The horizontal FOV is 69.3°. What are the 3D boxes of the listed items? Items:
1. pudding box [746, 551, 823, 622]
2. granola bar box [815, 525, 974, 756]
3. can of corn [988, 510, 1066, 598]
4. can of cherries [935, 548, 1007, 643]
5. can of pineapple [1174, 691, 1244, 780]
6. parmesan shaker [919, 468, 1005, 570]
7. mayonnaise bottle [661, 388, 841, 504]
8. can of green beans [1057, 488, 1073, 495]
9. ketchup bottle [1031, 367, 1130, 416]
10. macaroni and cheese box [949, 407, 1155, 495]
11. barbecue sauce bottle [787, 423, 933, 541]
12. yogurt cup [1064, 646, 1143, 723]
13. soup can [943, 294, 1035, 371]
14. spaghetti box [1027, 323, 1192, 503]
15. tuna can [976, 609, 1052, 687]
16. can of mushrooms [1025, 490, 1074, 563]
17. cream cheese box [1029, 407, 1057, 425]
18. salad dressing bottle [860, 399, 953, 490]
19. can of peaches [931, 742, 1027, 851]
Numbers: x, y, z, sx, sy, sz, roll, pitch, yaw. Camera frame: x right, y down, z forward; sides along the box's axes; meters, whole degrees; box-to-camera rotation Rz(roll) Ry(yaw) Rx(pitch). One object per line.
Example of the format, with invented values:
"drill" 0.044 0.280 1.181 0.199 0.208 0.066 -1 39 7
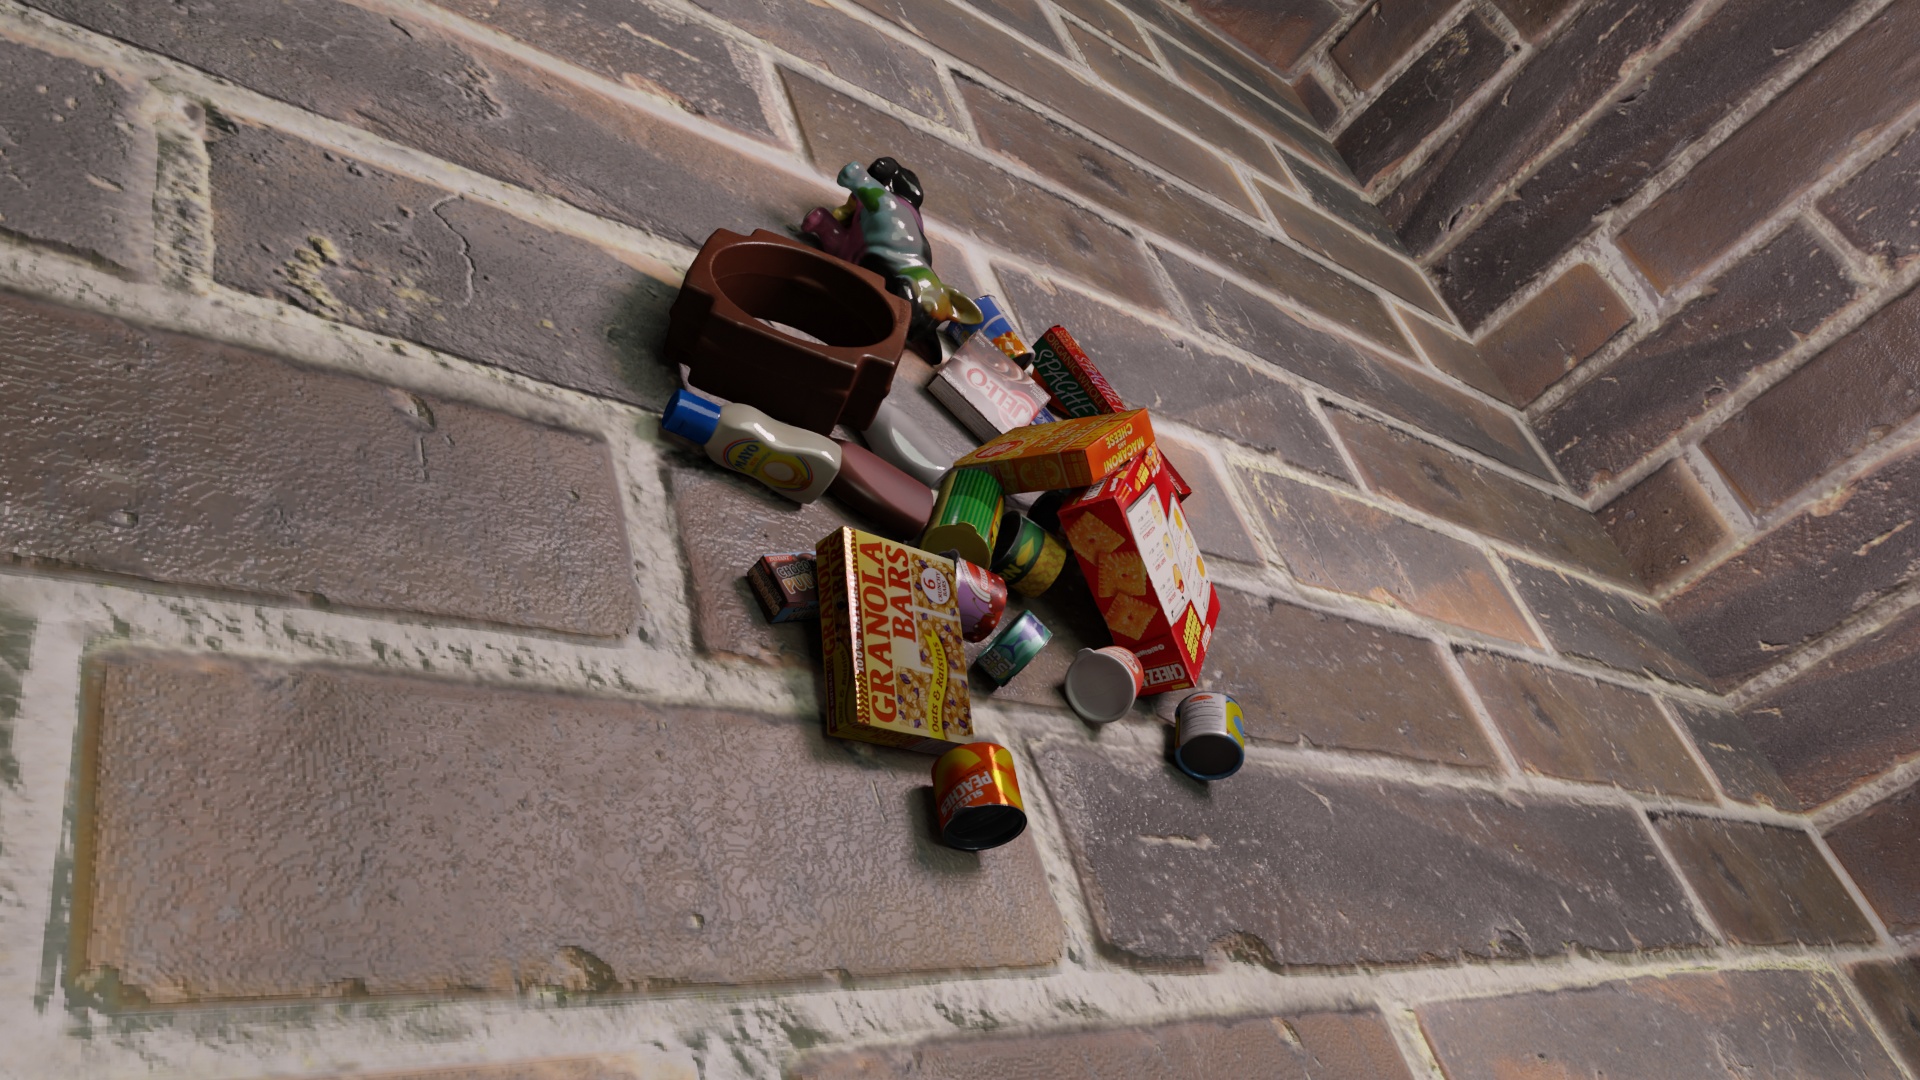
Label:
"pudding box" -0.127 0.036 1.124 0.084 0.030 0.050 -2 55 -50
"granola bar box" -0.054 0.083 1.112 0.124 0.039 0.166 19 54 -41
"can of corn" 0.058 0.016 1.329 0.058 0.071 0.071 32 34 -21
"can of cherries" 0.000 0.049 1.217 0.058 0.071 0.072 26 37 -29
"can of pineapple" 0.241 0.190 1.339 0.071 0.070 0.058 35 34 -16
"parmesan shaker" 0.005 -0.016 1.295 0.071 0.071 0.103 37 33 -13
"mayonnaise bottle" -0.178 -0.082 1.174 0.148 0.064 0.041 23 41 -25
"can of green beans" 0.143 -0.066 1.517 0.071 0.071 0.058 40 31 -9
"ketchup bottle" 0.154 -0.166 1.664 0.149 0.043 0.065 27 37 -28
"macaroni and cheese box" 0.090 -0.084 1.369 0.124 0.166 0.040 -34 112 -46
"barbecue sauce bottle" -0.095 -0.059 1.257 0.148 0.043 0.065 32 31 -20
"yogurt cup" 0.137 0.130 1.290 0.072 0.072 0.054 51 24 8
"soup can" 0.033 -0.224 1.574 0.071 0.071 0.084 -13 64 -54
"spaghetti box" 0.163 -0.134 1.558 0.029 0.050 0.250 -15 64 -54
"tuna can" 0.046 0.096 1.222 0.033 0.070 0.071 44 32 0
"can of mushrooms" 0.096 -0.014 1.404 0.033 0.070 0.071 22 38 -33
"cream cheese box" 0.085 -0.130 1.561 0.104 0.024 0.053 51 34 9
"salad dressing bottle" -0.073 -0.109 1.340 0.147 0.043 0.064 45 33 3
"can of peaches" 0.013 0.196 1.067 0.071 0.071 0.058 22 38 -33
